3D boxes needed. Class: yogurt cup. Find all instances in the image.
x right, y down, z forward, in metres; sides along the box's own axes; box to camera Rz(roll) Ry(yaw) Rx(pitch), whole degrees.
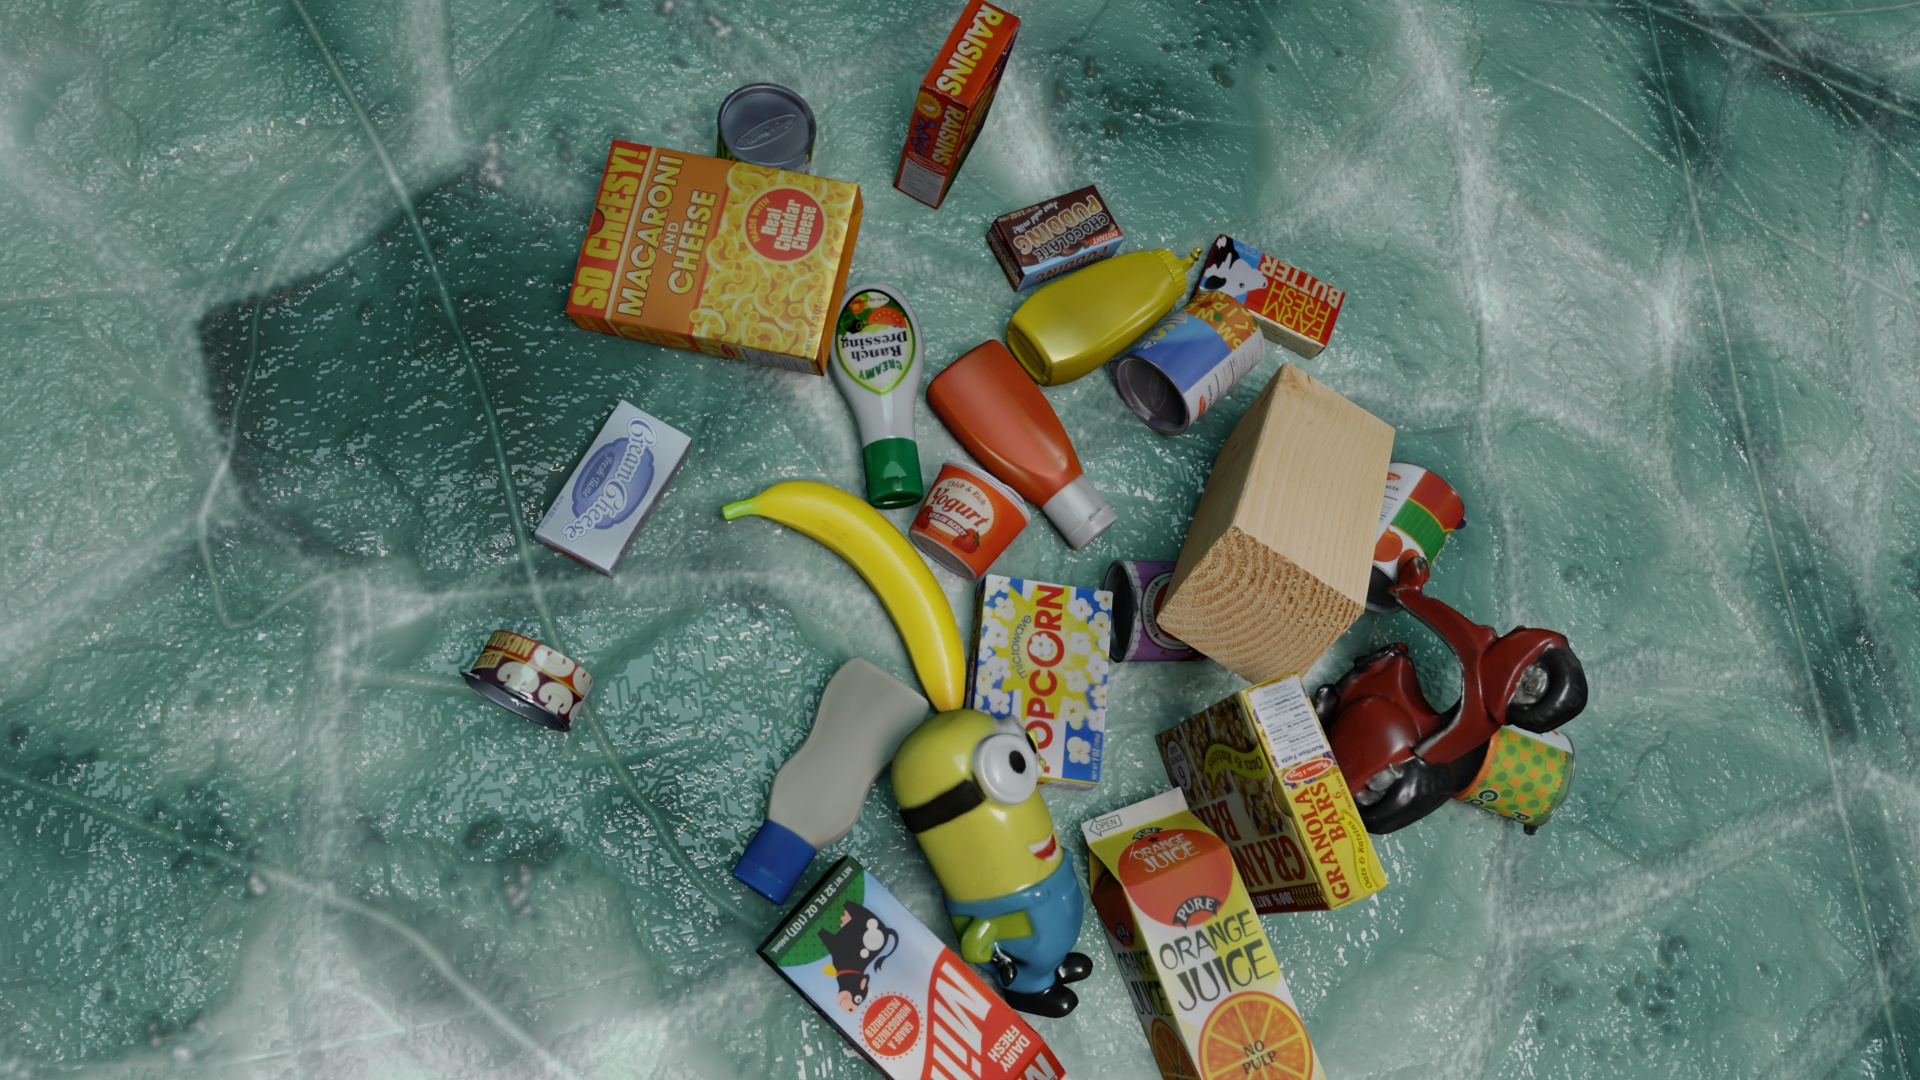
[{"bbox_3d":[0.003,-0.011,0.891,0.072,0.072,0.054,35,77,1],"label":"yogurt cup"}]

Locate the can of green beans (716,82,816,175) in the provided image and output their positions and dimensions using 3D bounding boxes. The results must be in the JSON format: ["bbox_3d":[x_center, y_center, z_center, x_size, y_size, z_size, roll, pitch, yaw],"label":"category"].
[{"bbox_3d":[-0.134,-0.268,0.951,0.071,0.057,0.071,4,71,-10],"label":"can of green beans"}]

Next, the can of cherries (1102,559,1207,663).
[{"bbox_3d":[0.128,0.046,0.892,0.058,0.071,0.071,1,72,-12],"label":"can of cherries"}]

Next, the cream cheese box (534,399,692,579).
[{"bbox_3d":[-0.216,-0.032,0.873,0.053,0.024,0.104,28,69,-3],"label":"cream cheese box"}]

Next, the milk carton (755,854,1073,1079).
[{"bbox_3d":[-0.022,0.271,0.784,0.190,0.073,0.072,42,70,4],"label":"milk carton"}]

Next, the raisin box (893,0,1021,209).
[{"bbox_3d":[-0.004,-0.297,0.952,0.040,0.123,0.086,27,69,-1],"label":"raisin box"}]

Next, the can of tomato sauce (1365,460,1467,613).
[{"bbox_3d":[0.294,-0.001,0.945,0.071,0.071,0.083,38,70,2],"label":"can of tomato sauce"}]

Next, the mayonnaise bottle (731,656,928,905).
[{"bbox_3d":[-0.081,0.145,0.833,0.065,0.041,0.148,33,70,2],"label":"mayonnaise bottle"}]

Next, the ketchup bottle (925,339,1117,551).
[{"bbox_3d":[0.045,-0.061,0.925,0.065,0.043,0.149,-36,82,-19],"label":"ketchup bottle"}]

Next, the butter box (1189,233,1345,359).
[{"bbox_3d":[0.224,-0.177,1.011,0.103,0.024,0.053,25,69,-2],"label":"butter box"}]

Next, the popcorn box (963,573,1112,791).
[{"bbox_3d":[0.048,0.090,0.878,0.085,0.038,0.127,8,70,-7],"label":"popcorn box"}]

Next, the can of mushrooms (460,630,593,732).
[{"bbox_3d":[-0.251,0.080,0.804,0.071,0.070,0.033,26,68,-2],"label":"can of mushrooms"}]

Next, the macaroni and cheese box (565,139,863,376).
[{"bbox_3d":[-0.158,-0.185,0.903,0.166,0.040,0.124,11,79,3],"label":"macaroni and cheese box"}]

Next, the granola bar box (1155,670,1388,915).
[{"bbox_3d":[0.175,0.155,0.815,0.039,0.165,0.124,-17,76,-14],"label":"granola bar box"}]

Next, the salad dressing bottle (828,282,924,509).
[{"bbox_3d":[-0.051,-0.095,0.917,0.064,0.044,0.148,-8,73,-3],"label":"salad dressing bottle"}]

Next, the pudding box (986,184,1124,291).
[{"bbox_3d":[0.067,-0.215,0.989,0.084,0.030,0.050,-22,79,-17],"label":"pudding box"}]

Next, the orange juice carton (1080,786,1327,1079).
[{"bbox_3d":[0.138,0.248,0.825,0.072,0.072,0.193,-18,76,-16],"label":"orange juice carton"}]

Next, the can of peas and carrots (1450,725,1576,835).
[{"bbox_3d":[0.355,0.149,0.907,0.059,0.070,0.071,21,69,-3],"label":"can of peas and carrots"}]

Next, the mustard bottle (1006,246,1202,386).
[{"bbox_3d":[0.109,-0.166,0.971,0.161,0.048,0.065,-30,76,-19],"label":"mustard bottle"}]

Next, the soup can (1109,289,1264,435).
[{"bbox_3d":[0.157,-0.125,0.958,0.084,0.071,0.071,-41,84,-21],"label":"soup can"}]
